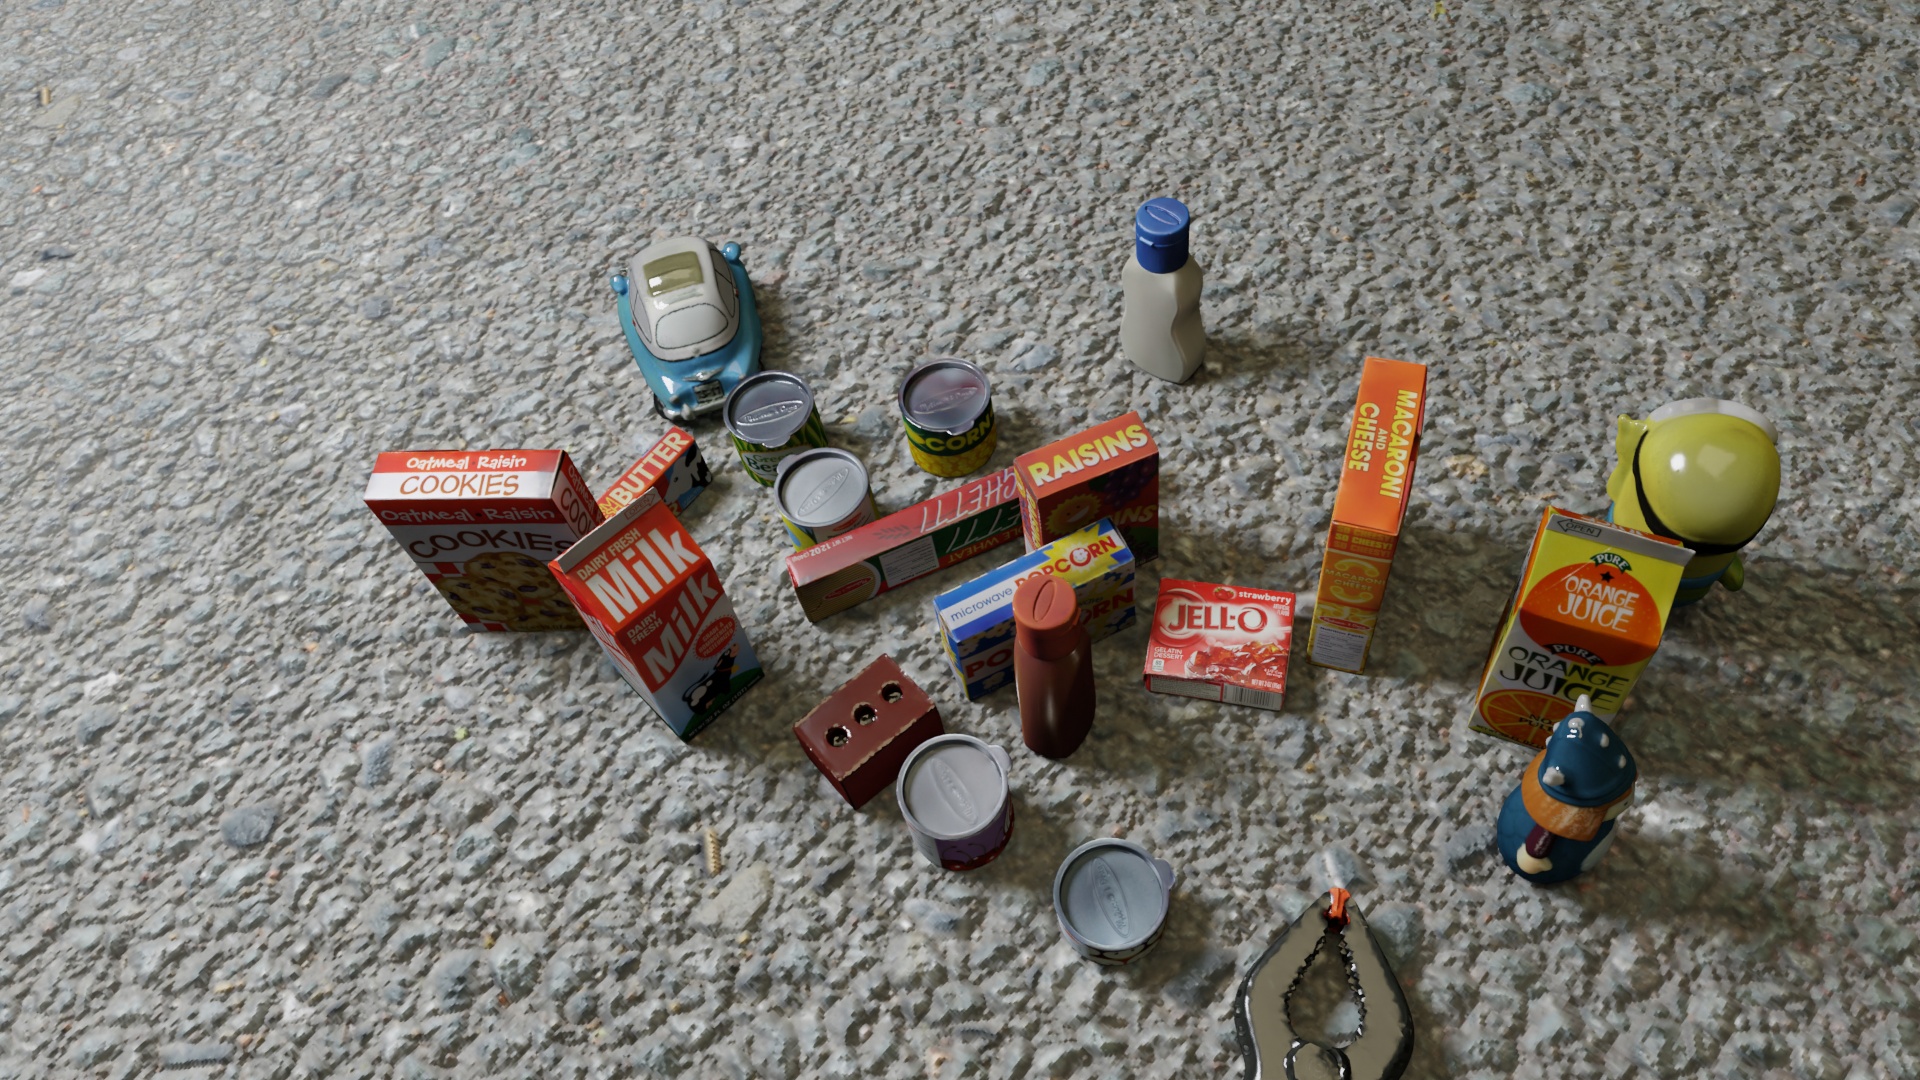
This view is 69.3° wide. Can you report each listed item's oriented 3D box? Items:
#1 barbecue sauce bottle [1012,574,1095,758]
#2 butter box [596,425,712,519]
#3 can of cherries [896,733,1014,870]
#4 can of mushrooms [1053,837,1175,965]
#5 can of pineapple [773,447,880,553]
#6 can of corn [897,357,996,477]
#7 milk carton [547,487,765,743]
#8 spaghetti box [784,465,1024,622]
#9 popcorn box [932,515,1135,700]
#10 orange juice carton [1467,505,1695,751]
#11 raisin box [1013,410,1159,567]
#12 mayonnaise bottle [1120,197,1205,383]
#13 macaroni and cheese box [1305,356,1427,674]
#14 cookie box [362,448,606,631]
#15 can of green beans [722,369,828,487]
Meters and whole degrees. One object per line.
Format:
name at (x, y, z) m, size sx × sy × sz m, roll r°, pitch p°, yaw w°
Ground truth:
barbecue sauce bottle at (0.056, 0.073, 0.832) m, size 0.044 × 0.147 × 0.065 m, roll 14°, pitch 60°, yaw 16°
butter box at (-0.225, -0.029, 0.993) m, size 0.024 × 0.053 × 0.104 m, roll 30°, pitch 66°, yaw 24°
can of cherries at (0.001, 0.158, 0.837) m, size 0.071 × 0.058 × 0.072 m, roll -3°, pitch 57°, yaw 5°
can of mushrooms at (0.090, 0.209, 0.806) m, size 0.071 × 0.033 × 0.071 m, roll -3°, pitch 57°, yaw 5°
can of pineapple at (-0.092, -0.023, 0.969) m, size 0.071 × 0.057 × 0.071 m, roll -3°, pitch 57°, yaw 5°
can of corn at (-0.007, -0.086, 0.999) m, size 0.071 × 0.058 × 0.071 m, roll -3°, pitch 57°, yaw 5°
milk carton at (-0.190, 0.041, 0.860) m, size 0.072 × 0.189 × 0.073 m, roll -41°, pitch 61°, yaw -18°
spaghetti box at (0.003, -0.012, 0.954) m, size 0.250 × 0.050 × 0.029 m, roll -22°, pitch 57°, yaw -7°
popcorn box at (0.049, 0.045, 0.889) m, size 0.127 × 0.084 × 0.038 m, roll -25°, pitch 57°, yaw -9°
orange juice carton at (0.347, 0.047, 0.784) m, size 0.072 × 0.191 × 0.073 m, roll 18°, pitch 61°, yaw 18°
raisin box at (0.084, -0.021, 0.905) m, size 0.086 × 0.122 × 0.040 m, roll -21°, pitch 57°, yaw -6°
mayonnaise bottle at (0.144, -0.177, 0.985) m, size 0.065 × 0.147 × 0.041 m, roll 34°, pitch 67°, yaw 26°
macaroni and cheese box at (0.249, -0.012, 0.851) m, size 0.040 × 0.165 × 0.124 m, roll 12°, pitch 59°, yaw 15°
cookie box at (-0.293, 0.003, 0.913) m, size 0.123 × 0.166 × 0.040 m, roll -1°, pitch 57°, yaw 7°
can of green beans at (-0.134, -0.081, 1.013) m, size 0.071 × 0.057 × 0.071 m, roll -3°, pitch 57°, yaw 5°
